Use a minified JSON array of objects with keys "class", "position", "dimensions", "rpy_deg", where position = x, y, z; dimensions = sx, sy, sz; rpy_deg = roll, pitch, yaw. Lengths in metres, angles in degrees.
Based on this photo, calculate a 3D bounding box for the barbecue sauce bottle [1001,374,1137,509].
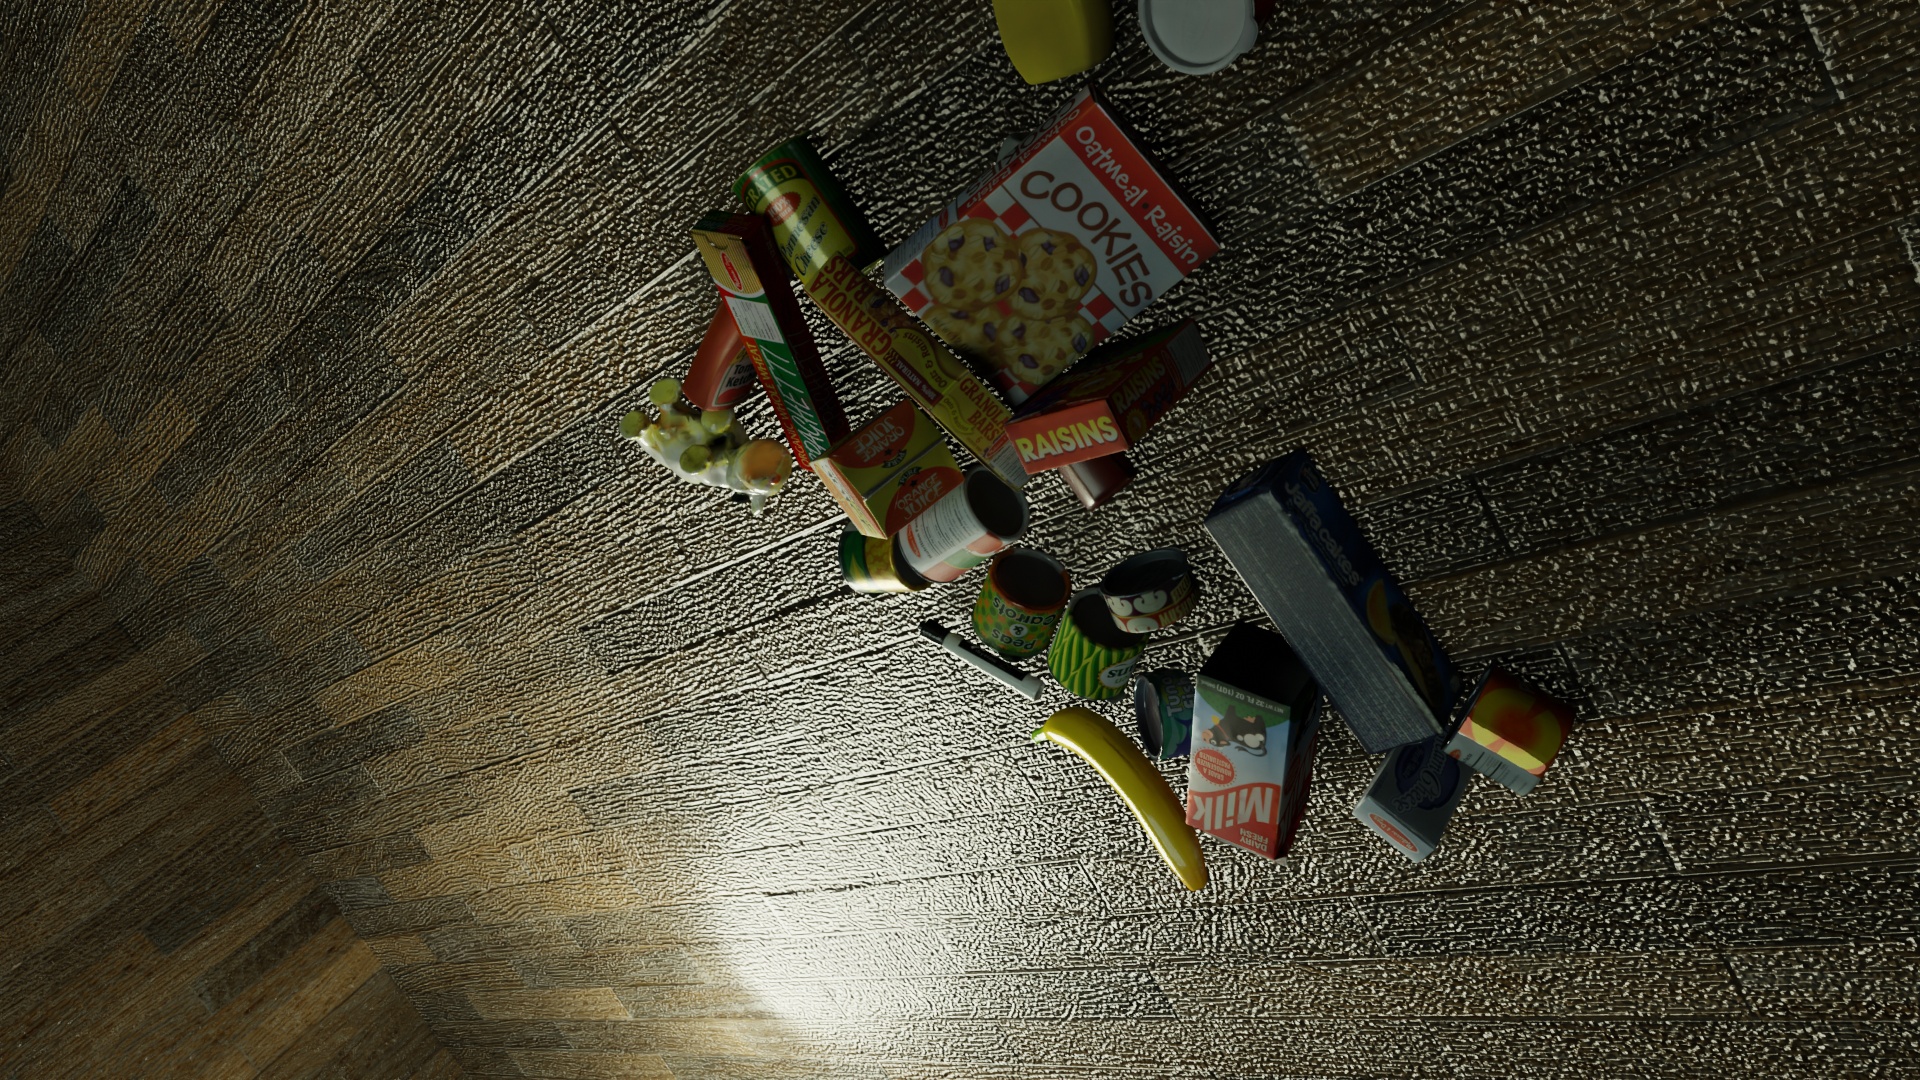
[{"class":"barbecue sauce bottle","position":[0.063,-0.091,0.970],"dimensions":[0.043,0.065,0.148],"rpy_deg":[-38,85,7]}]

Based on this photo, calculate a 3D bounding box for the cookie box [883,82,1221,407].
[{"class":"cookie box","position":[0.056,-0.177,0.851],"dimensions":[0.167,0.040,0.122],"rpy_deg":[-37,120,22]}]

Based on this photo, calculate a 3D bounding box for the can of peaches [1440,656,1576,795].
[{"class":"can of peaches","position":[0.351,0.119,0.888],"dimensions":[0.058,0.071,0.070],"rpy_deg":[31,134,17]}]

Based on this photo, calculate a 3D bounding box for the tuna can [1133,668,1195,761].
[{"class":"tuna can","position":[0.156,0.129,1.045],"dimensions":[0.071,0.033,0.071],"rpy_deg":[174,88,-80]}]

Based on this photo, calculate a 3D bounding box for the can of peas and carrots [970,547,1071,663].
[{"class":"can of peas and carrots","position":[0.047,0.049,1.072],"dimensions":[0.071,0.071,0.058],"rpy_deg":[33,134,15]}]

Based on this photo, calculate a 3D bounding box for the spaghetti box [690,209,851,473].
[{"class":"spaghetti box","position":[-0.135,-0.142,1.057],"dimensions":[0.050,0.029,0.248],"rpy_deg":[16,146,29]}]

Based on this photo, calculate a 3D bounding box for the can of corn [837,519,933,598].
[{"class":"can of corn","position":[-0.055,0.012,1.128],"dimensions":[0.058,0.071,0.071],"rpy_deg":[-4,117,39]}]

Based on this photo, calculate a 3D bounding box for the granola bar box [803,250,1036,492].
[{"class":"granola bar box","position":[-0.023,-0.114,0.941],"dimensions":[0.166,0.039,0.124],"rpy_deg":[46,-176,38]}]

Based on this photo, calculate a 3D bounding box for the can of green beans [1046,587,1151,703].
[{"class":"can of green beans","position":[0.105,0.078,1.050],"dimensions":[0.071,0.071,0.057],"rpy_deg":[33,134,15]}]

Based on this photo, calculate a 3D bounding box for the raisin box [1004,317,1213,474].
[{"class":"raisin box","position":[0.096,-0.093,0.892],"dimensions":[0.086,0.124,0.040],"rpy_deg":[-11,112,43]}]

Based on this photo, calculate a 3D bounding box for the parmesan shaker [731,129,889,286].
[{"class":"parmesan shaker","position":[-0.104,-0.231,0.995],"dimensions":[0.071,0.072,0.103],"rpy_deg":[-30,99,46]}]

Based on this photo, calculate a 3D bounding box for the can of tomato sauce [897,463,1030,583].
[{"class":"can of tomato sauce","position":[0.004,-0.013,1.064],"dimensions":[0.082,0.071,0.071],"rpy_deg":[-33,97,43]}]

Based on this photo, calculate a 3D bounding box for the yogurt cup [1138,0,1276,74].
[{"class":"yogurt cup","position":[0.139,-0.297,0.764],"dimensions":[0.072,0.054,0.072],"rpy_deg":[20,130,26]}]

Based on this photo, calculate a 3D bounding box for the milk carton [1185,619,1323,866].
[{"class":"milk carton","position":[0.215,0.161,1.018],"dimensions":[0.072,0.074,0.189],"rpy_deg":[19,130,28]}]

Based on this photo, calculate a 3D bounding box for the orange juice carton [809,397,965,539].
[{"class":"orange juice carton","position":[-0.053,-0.051,1.009],"dimensions":[0.073,0.072,0.192],"rpy_deg":[54,172,-8]}]

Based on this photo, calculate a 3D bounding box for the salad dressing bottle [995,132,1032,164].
[{"class":"salad dressing bottle","position":[0.039,-0.187,0.902],"dimensions":[0.044,0.064,0.147],"rpy_deg":[26,121,27]}]

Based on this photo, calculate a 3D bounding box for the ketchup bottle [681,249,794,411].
[{"class":"ketchup bottle","position":[-0.170,-0.170,1.095],"dimensions":[0.043,0.065,0.148],"rpy_deg":[42,128,12]}]

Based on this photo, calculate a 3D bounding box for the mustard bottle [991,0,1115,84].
[{"class":"mustard bottle","position":[0.042,-0.351,0.805],"dimensions":[0.065,0.049,0.159],"rpy_deg":[-1,118,38]}]

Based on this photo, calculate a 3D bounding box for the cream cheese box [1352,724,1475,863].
[{"class":"cream cheese box","position":[0.305,0.160,0.924],"dimensions":[0.053,0.104,0.024],"rpy_deg":[38,138,11]}]

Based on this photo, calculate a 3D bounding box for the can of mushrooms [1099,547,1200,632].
[{"class":"can of mushrooms","position":[0.138,0.035,0.993],"dimensions":[0.071,0.071,0.033],"rpy_deg":[-6,116,41]}]
